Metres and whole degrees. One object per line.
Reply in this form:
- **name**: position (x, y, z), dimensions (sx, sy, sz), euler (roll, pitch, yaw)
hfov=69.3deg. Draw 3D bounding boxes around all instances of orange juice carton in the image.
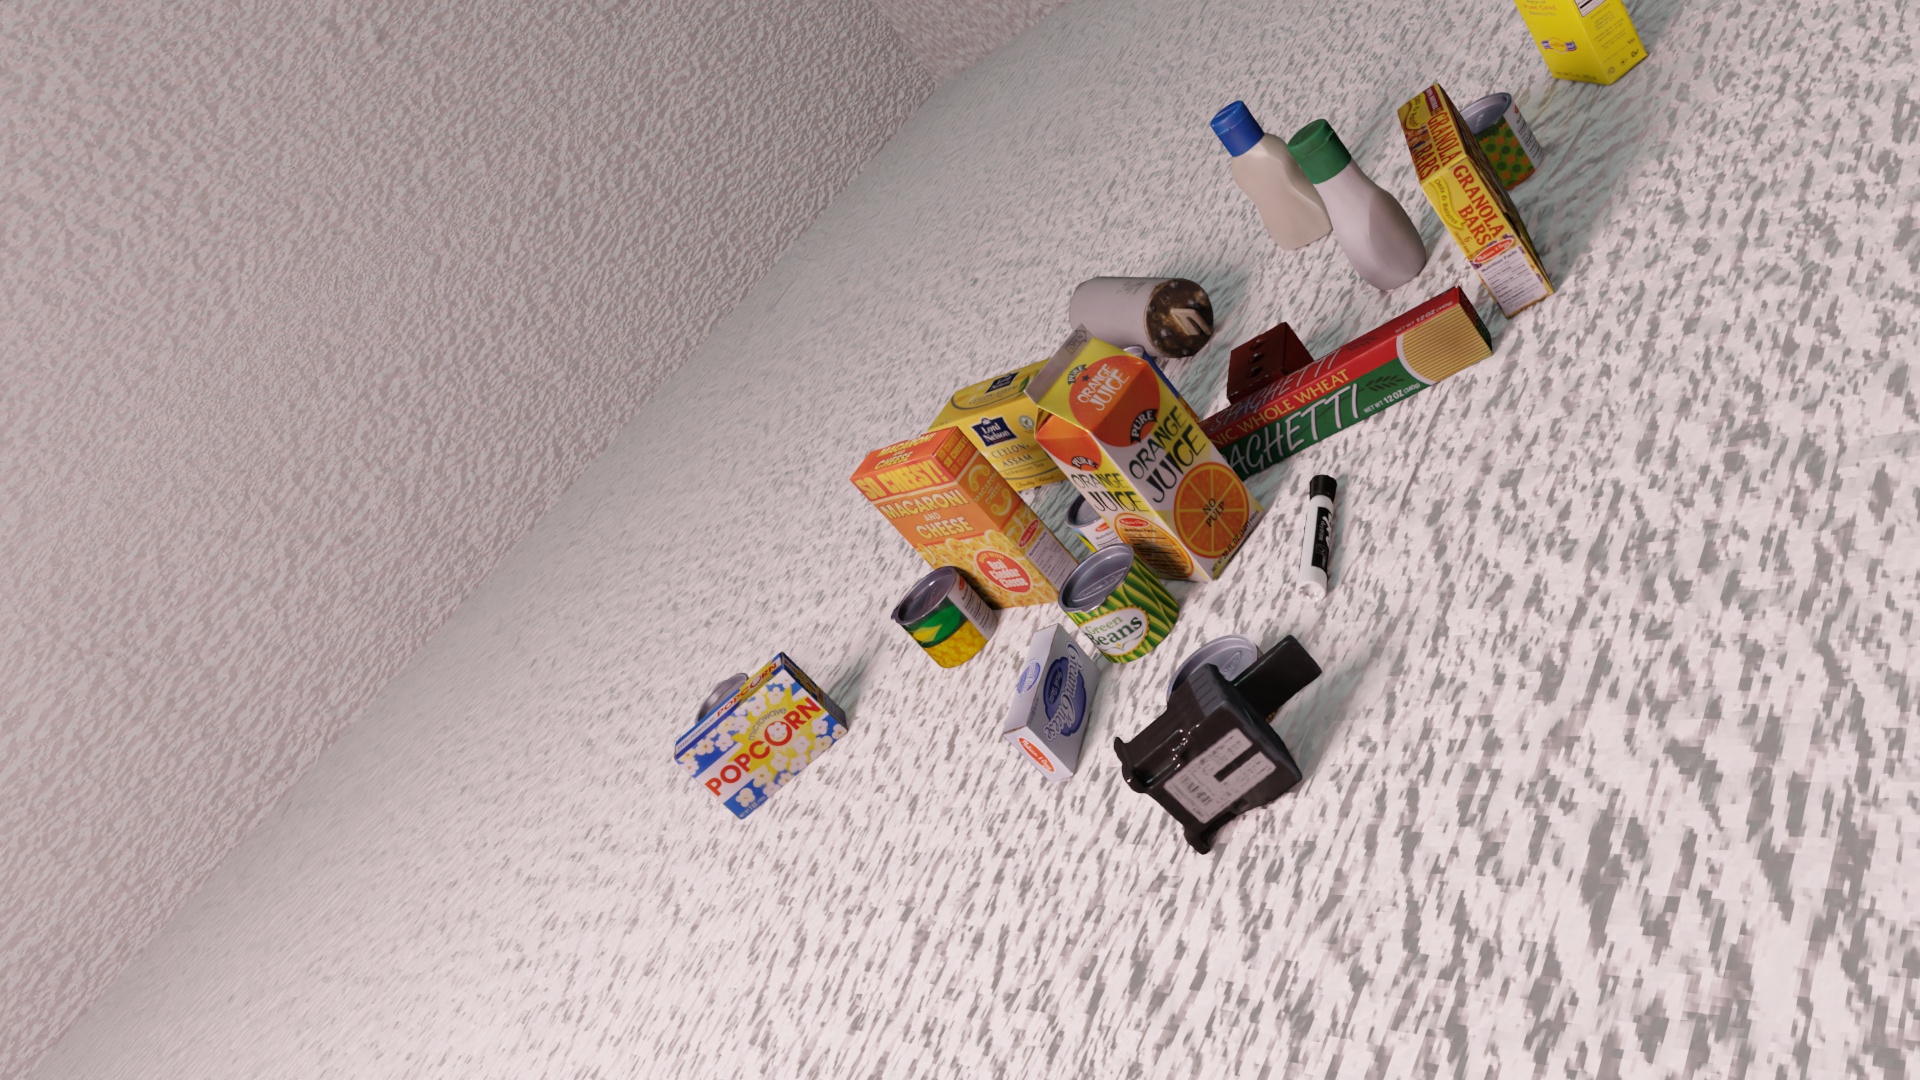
- **orange juice carton**: position (0.123, -0.061, 0.986), dimensions (0.072, 0.192, 0.073), euler (-50, 22, -20)

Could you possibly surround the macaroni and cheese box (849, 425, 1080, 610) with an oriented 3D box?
- **macaroni and cheese box**: position (0.004, -0.014, 1.137), dimensions (0.123, 0.166, 0.040), euler (-11, 37, 53)

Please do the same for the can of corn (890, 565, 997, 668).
- **can of corn**: position (-0.014, 0.066, 1.163), dimensions (0.071, 0.058, 0.071), euler (-35, 22, 17)

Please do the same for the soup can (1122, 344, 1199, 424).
- **soup can**: position (0.154, -0.116, 1.189), dimensions (0.071, 0.083, 0.072), euler (-35, 22, 17)

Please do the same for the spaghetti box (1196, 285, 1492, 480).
- **spaghetti box**: position (0.263, -0.103, 1.022), dimensions (0.249, 0.050, 0.029), euler (-28, 25, 31)

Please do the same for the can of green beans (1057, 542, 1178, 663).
- **can of green beans**: position (0.112, 0.045, 0.988), dimensions (0.071, 0.057, 0.071), euler (-35, 22, 17)

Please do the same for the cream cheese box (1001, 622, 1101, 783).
- **cream cheese box**: position (0.064, 0.110, 0.953), dimensions (0.024, 0.053, 0.104), euler (-27, 26, 34)

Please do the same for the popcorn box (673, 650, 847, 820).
- **popcorn box**: position (-0.173, 0.170, 1.200), dimensions (0.126, 0.085, 0.038), euler (-40, 21, 4)

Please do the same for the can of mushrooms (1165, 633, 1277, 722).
- **can of mushrooms**: position (0.163, 0.092, 0.845), dimensions (0.071, 0.033, 0.071), euler (-35, 22, 17)

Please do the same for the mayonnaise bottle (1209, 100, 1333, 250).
- **mayonnaise bottle**: position (0.290, -0.342, 1.299), dimensions (0.064, 0.148, 0.041), euler (-17, 32, 48)

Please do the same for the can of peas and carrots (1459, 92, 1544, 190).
- **can of peas and carrots**: position (0.432, -0.322, 1.140), dimensions (0.071, 0.058, 0.071), euler (-35, 22, 17)

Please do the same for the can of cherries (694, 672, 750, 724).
- **can of cherries**: position (-0.204, 0.166, 1.299), dimensions (0.071, 0.058, 0.072), euler (-35, 22, 17)

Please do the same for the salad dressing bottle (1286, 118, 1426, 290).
- **salad dressing bottle**: position (0.317, -0.270, 1.115), dimensions (0.064, 0.147, 0.044), euler (-52, 23, -25)

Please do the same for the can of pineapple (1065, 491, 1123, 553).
- **can of pineapple**: position (0.125, -0.016, 1.082), dimensions (0.071, 0.057, 0.071), euler (-35, 22, 17)

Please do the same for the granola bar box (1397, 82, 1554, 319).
- **granola bar box**: position (0.374, -0.252, 1.015), dimensions (0.039, 0.124, 0.166), euler (-31, 24, 27)
